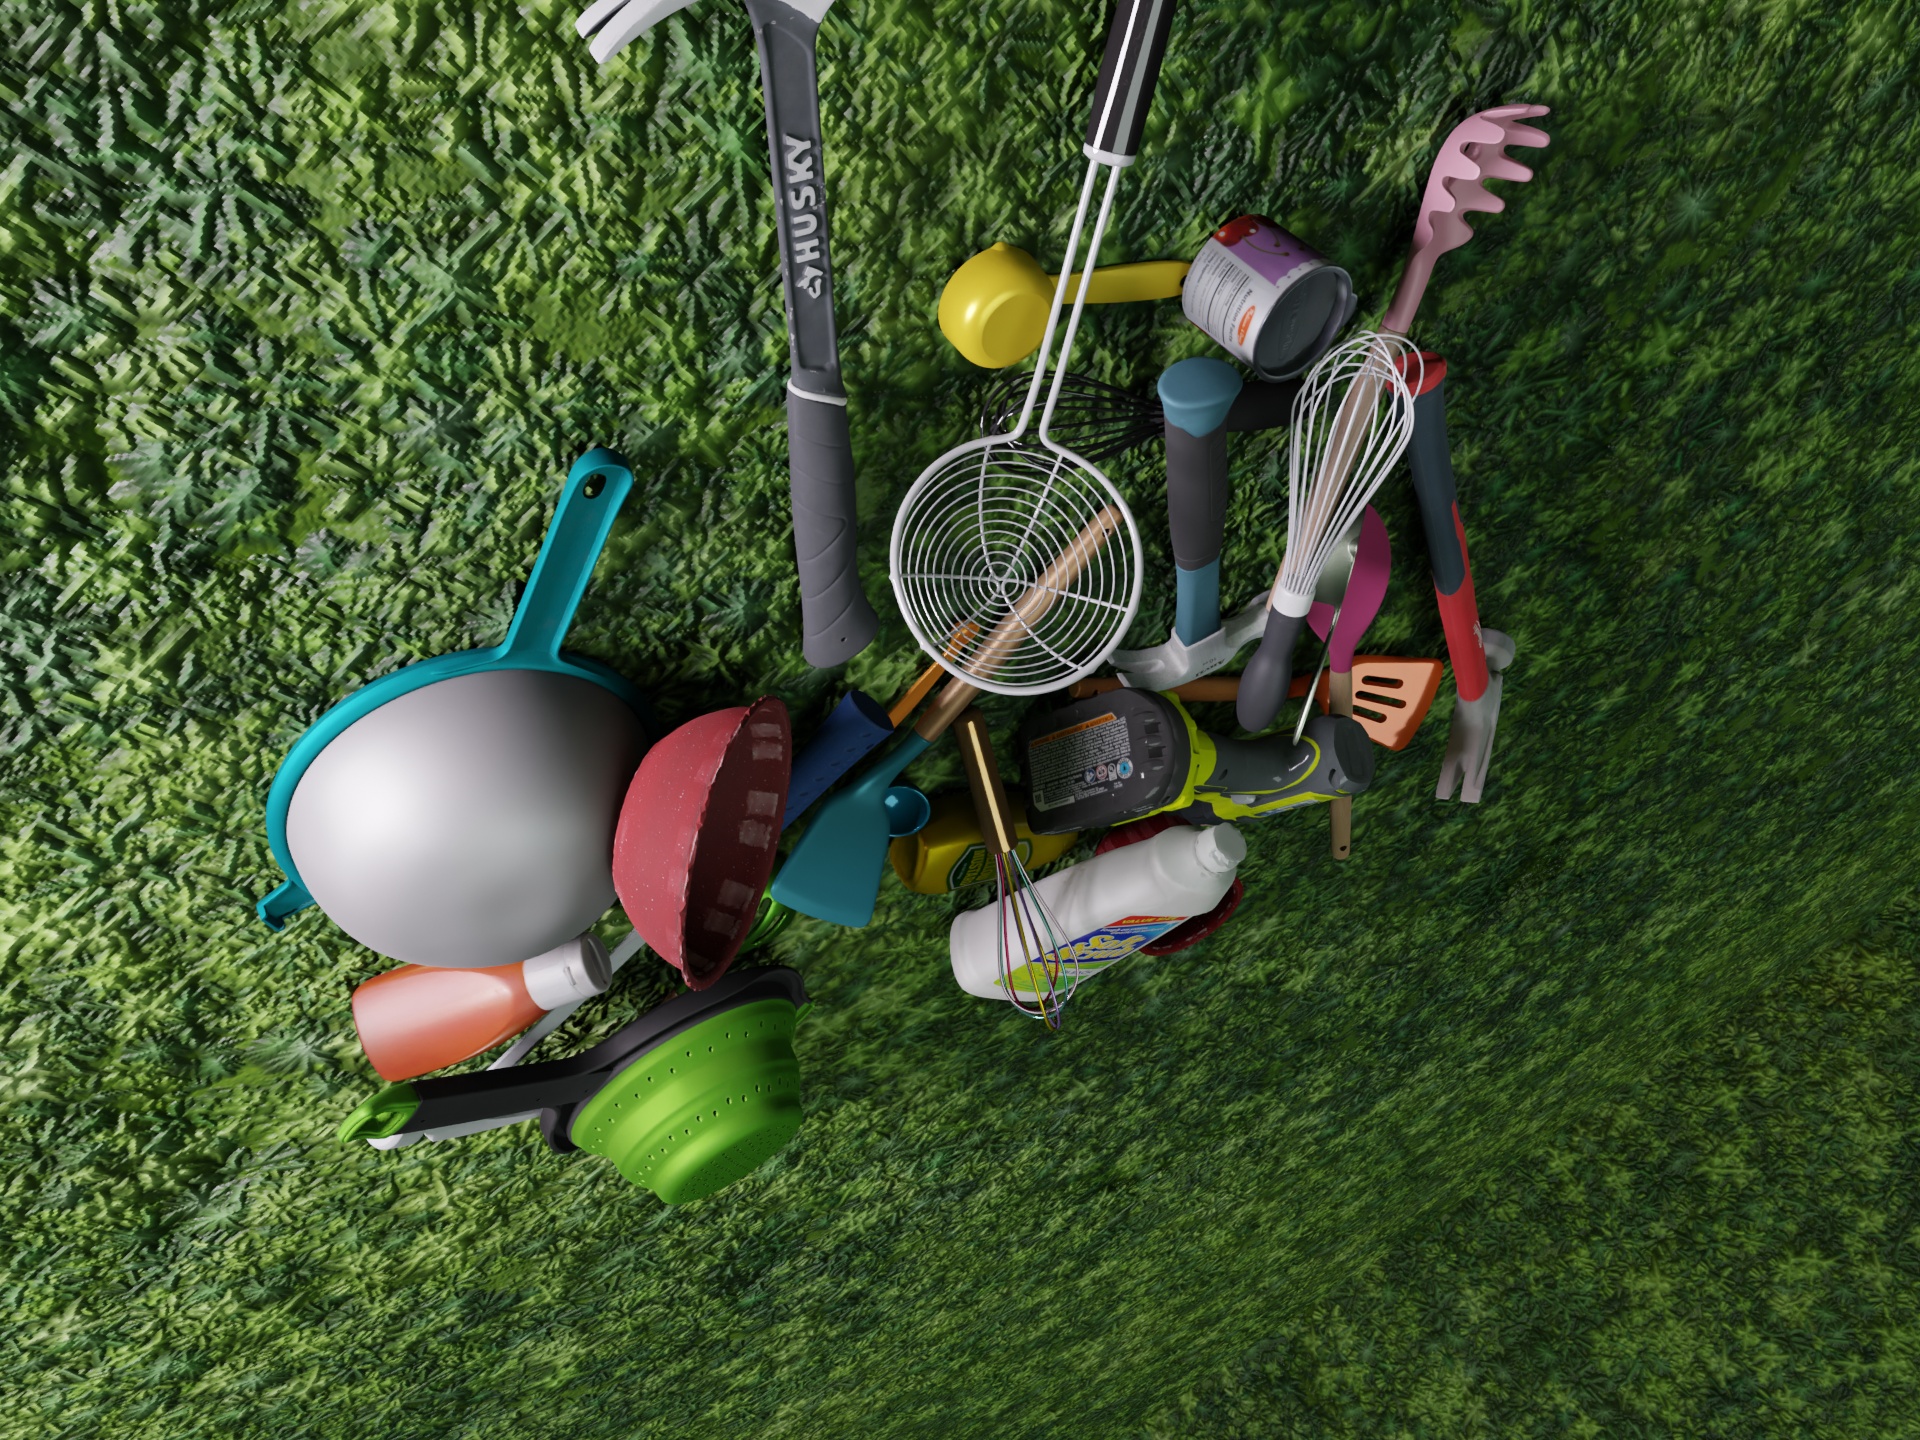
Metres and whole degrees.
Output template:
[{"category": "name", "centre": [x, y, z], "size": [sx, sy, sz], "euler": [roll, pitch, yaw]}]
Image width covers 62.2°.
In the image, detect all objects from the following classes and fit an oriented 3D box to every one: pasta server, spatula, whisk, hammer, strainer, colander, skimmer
[{"category": "pasta server", "centre": [0.240, -0.192, 0.896], "size": [0.060, 0.040, 0.316], "euler": [-17, 135, -44]}, {"category": "spatula", "centre": [-0.002, -0.003, 0.972], "size": [0.082, 0.044, 0.317], "euler": [25, 113, -38]}, {"category": "whisk", "centre": [0.032, 0.101, 1.054], "size": [0.047, 0.051, 0.244], "euler": [-39, 121, -44]}, {"category": "whisk", "centre": [0.111, -0.169, 0.866], "size": [0.239, 0.055, 0.055], "euler": [-12, 141, -33]}, {"category": "hammer", "centre": [0.326, -0.093, 1.068], "size": [0.385, 0.038, 0.143], "euler": [55, 49, -51]}, {"category": "hammer", "centre": [-0.072, -0.166, 0.738], "size": [0.149, 0.036, 0.408], "euler": [-19, 144, -15]}, {"category": "spatula", "centre": [0.211, -0.018, 1.125], "size": [0.322, 0.041, 0.081], "euler": [-1, 122, -34]}, {"category": "whisk", "centre": [0.199, -0.097, 0.915], "size": [0.070, 0.070, 0.284], "euler": [-14, 138, -23]}, {"category": "hammer", "centre": [0.139, -0.104, 0.925], "size": [0.128, 0.033, 0.330], "euler": [-28, 156, -4]}, {"category": "strainer", "centre": [-0.219, 0.022, 0.806], "size": [0.211, 0.095, 0.340], "euler": [1, 135, -37]}, {"category": "colander", "centre": [-0.217, 0.259, 1.025], "size": [0.204, 0.095, 0.396], "euler": [-44, 157, 20]}, {"category": "skimmer", "centre": [0.056, -0.185, 0.713], "size": [0.127, 0.090, 0.363], "euler": [8, 122, -11]}, {"category": "hammer", "centre": [-0.192, 0.130, 0.989], "size": [0.405, 0.035, 0.144], "euler": [-43, 158, 13]}]

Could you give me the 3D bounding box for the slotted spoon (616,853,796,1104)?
[{"category": "slotted spoon", "centre": [-0.200, 0.204, 1.104], "size": [0.070, 0.031, 0.313], "euler": [16, 126, -32]}]

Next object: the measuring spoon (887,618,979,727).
[{"category": "measuring spoon", "centre": [-0.028, -0.022, 0.971], "size": [0.117, 0.011, 0.021], "euler": [-48, 159, 27]}]

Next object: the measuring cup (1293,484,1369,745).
[{"category": "measuring cup", "centre": [0.219, -0.068, 1.005], "size": [0.083, 0.038, 0.167], "euler": [-23, 127, -77]}]

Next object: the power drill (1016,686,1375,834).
[{"category": "power drill", "centre": [0.151, 0.037, 1.090], "size": [0.223, 0.080, 0.171], "euler": [6, 161, -42]}]

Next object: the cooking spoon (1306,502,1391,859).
[{"category": "cooking spoon", "centre": [0.271, -0.018, 1.133], "size": [0.068, 0.017, 0.318], "euler": [-17, 129, -7]}]

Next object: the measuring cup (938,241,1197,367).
[{"category": "measuring cup", "centre": [0.064, -0.208, 0.791], "size": [0.156, 0.029, 0.062], "euler": [-13, 141, -24]}]

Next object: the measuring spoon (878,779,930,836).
[{"category": "measuring spoon", "centre": [-0.075, 0.077, 1.054], "size": [0.128, 0.021, 0.042], "euler": [-34, 121, 20]}]
